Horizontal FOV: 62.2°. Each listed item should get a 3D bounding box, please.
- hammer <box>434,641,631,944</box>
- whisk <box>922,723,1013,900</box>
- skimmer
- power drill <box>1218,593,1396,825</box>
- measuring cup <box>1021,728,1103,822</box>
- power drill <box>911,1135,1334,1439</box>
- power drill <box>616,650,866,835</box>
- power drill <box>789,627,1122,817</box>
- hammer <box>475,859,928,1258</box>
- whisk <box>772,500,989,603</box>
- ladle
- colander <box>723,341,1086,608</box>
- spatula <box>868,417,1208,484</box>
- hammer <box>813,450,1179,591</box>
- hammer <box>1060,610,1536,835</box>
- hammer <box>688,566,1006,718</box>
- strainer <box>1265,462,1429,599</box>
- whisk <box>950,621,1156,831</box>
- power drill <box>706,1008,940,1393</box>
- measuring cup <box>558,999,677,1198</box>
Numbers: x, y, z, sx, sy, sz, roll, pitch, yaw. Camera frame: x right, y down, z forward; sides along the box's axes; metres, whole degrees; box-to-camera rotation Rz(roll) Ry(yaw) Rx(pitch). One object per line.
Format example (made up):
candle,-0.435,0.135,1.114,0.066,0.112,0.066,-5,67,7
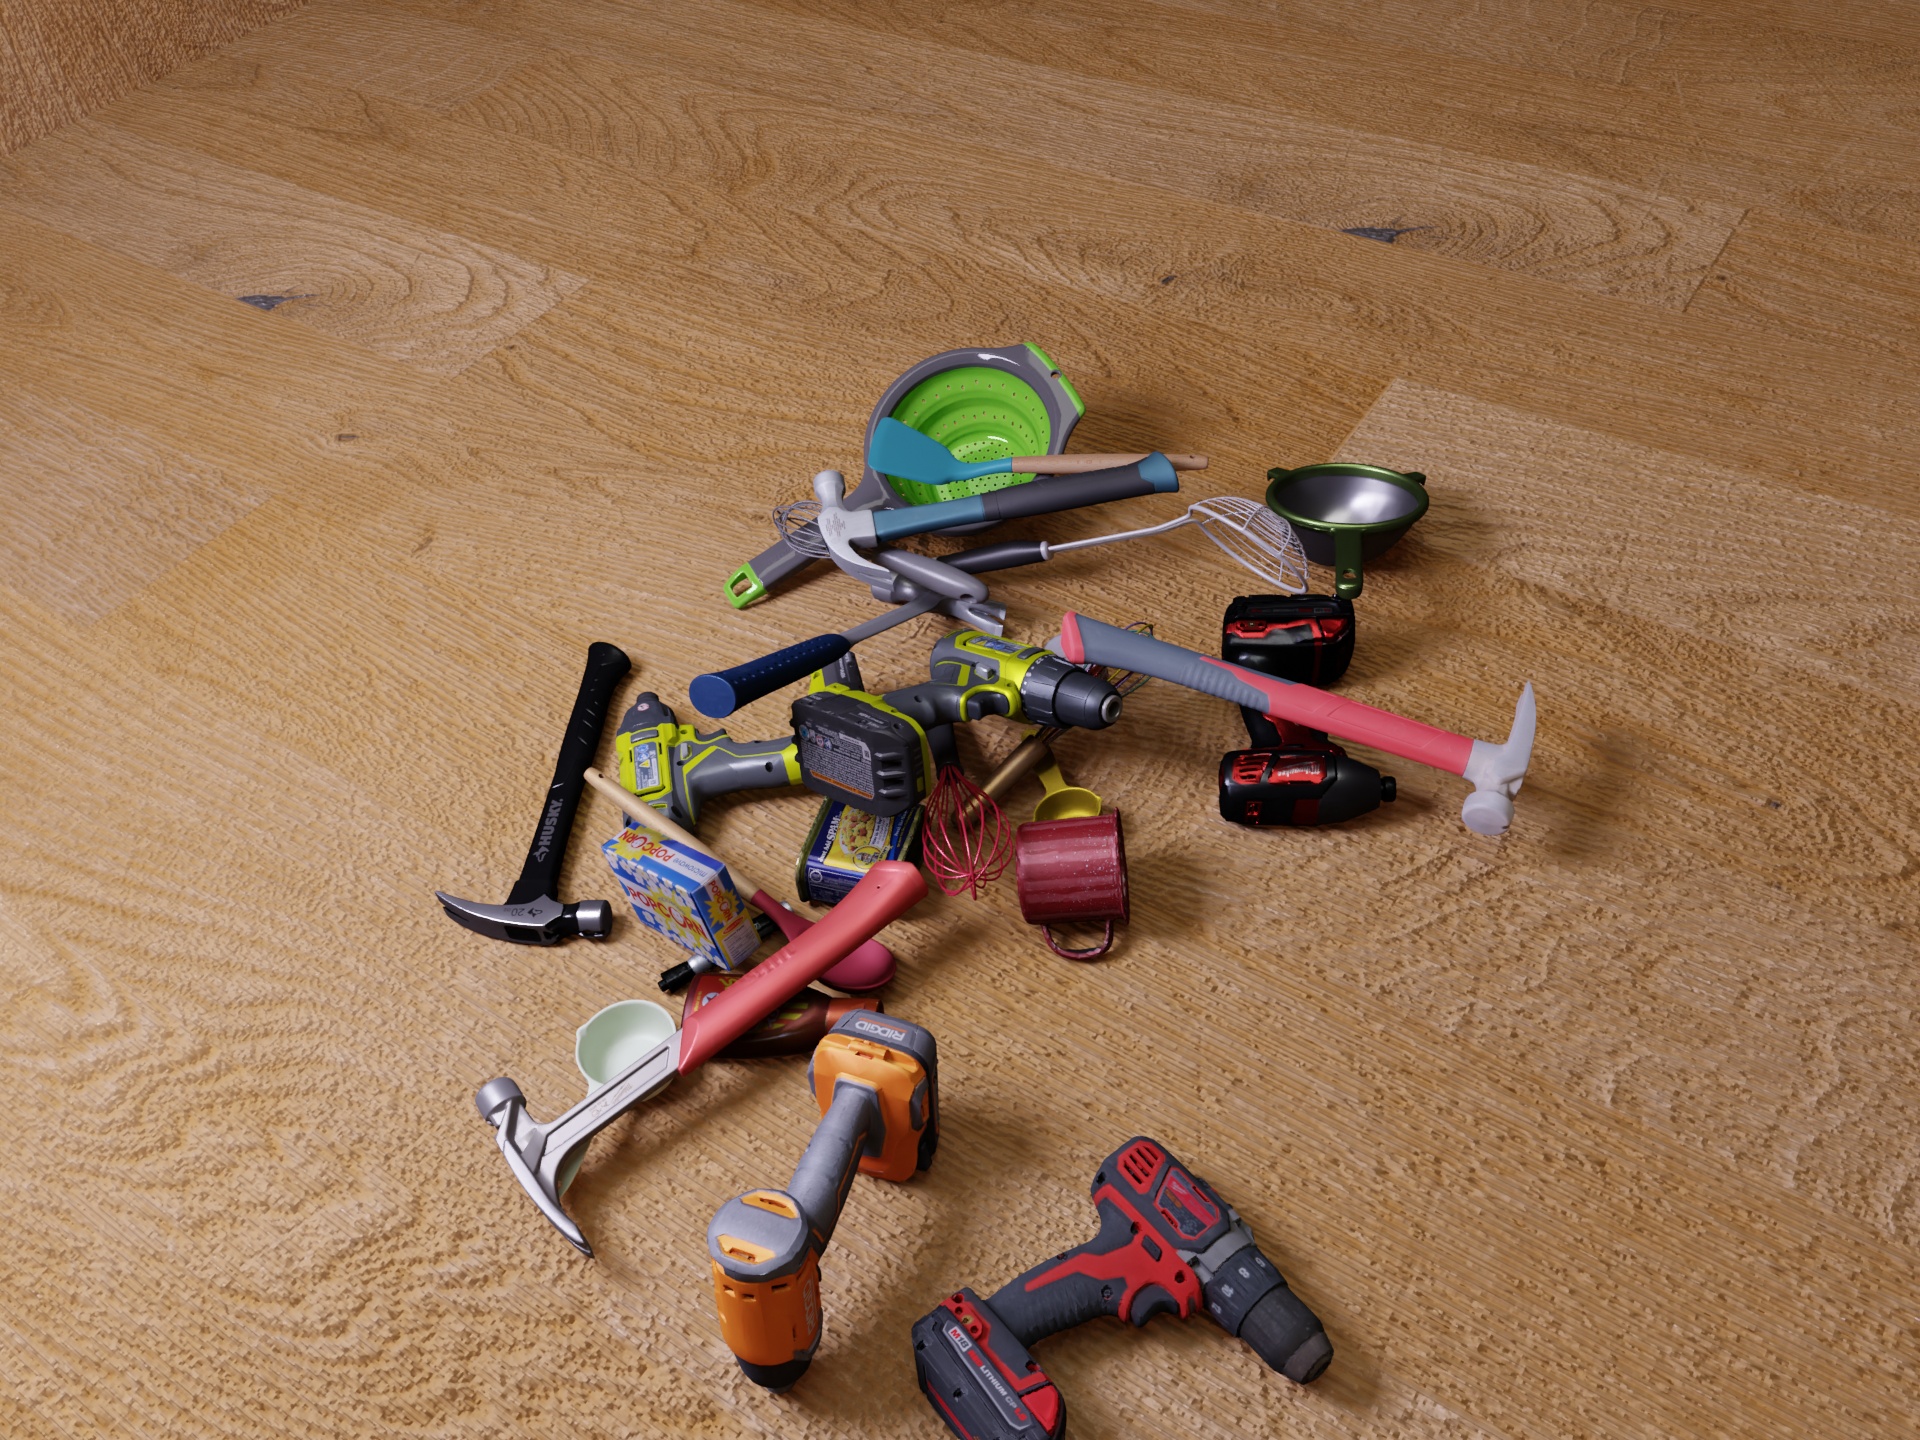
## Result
hammer,-0.351,0.054,1.404,0.146,0.035,0.335,-1,46,5
whisk,-0.006,0.053,1.309,0.073,0.073,0.296,-10,28,-3
skimmer,0.137,-0.139,1.463,0.363,0.127,0.090,-7,70,23
power drill,0.290,-0.005,1.355,0.143,0.078,0.220,0,49,7
measuring cup,0.080,0.058,1.359,0.062,0.029,0.157,-20,35,-2
power drill,0.102,0.388,1.003,0.226,0.080,0.188,-30,51,-24
power drill,-0.188,0.018,1.391,0.223,0.080,0.171,-14,46,-2
power drill,-0.002,-0.004,1.274,0.228,0.080,0.191,-24,29,-37
hammer,-0.166,0.223,1.160,0.359,0.036,0.149,-35,56,-19
whisk,-0.077,-0.155,1.494,0.239,0.055,0.055,23,53,22
ladle,-0.184,0.126,1.274,0.315,0.031,0.069,34,35,17
colander,-0.056,-0.218,1.597,0.397,0.094,0.205,-34,67,-1
spatula,0.074,-0.250,1.504,0.317,0.044,0.082,1,45,11
hammer,0.034,-0.199,1.459,0.331,0.033,0.128,-10,62,1
hammer,0.270,-0.028,1.301,0.386,0.038,0.143,19,54,13
hammer,-0.095,-0.068,1.362,0.144,0.035,0.405,17,22,20
strainer,0.356,-0.158,1.472,0.151,0.069,0.257,3,34,11
whisk,0.083,0.006,1.361,0.245,0.051,0.047,-45,12,-9
power drill,-0.089,0.321,1.050,0.084,0.164,0.227,12,37,18
measuring cup,-0.261,0.285,1.171,0.083,0.038,0.168,10,51,16
